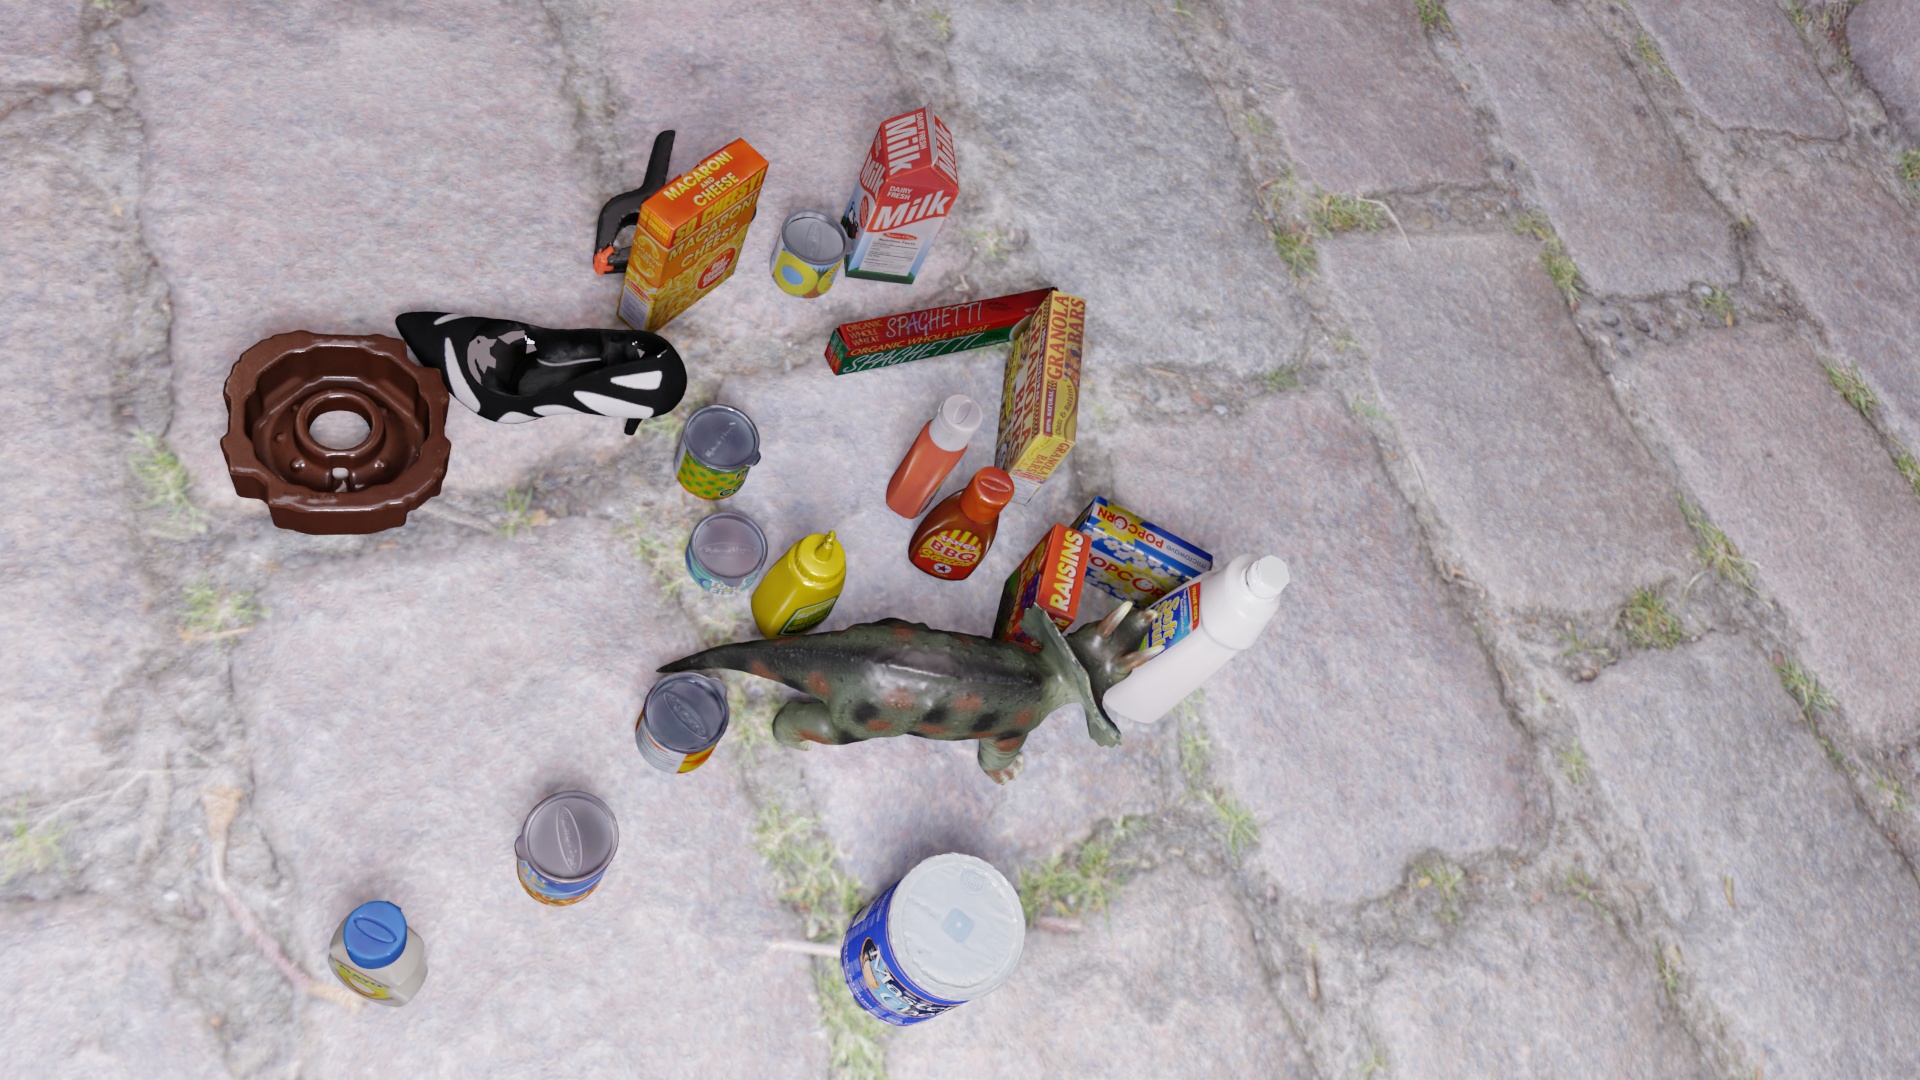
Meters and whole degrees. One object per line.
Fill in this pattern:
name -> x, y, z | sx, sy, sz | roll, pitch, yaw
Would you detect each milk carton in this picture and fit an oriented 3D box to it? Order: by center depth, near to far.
milk carton -> -0.055, -0.332, 1.329 | 0.073, 0.189, 0.072 | 4, 63, -20

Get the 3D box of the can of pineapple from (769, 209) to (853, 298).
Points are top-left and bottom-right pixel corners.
can of pineapple -> -0.145, -0.275, 1.342 | 0.071, 0.057, 0.071 | 9, 61, -17

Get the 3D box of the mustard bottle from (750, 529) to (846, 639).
mustard bottle -> -0.126, 0.033, 1.128 | 0.065, 0.159, 0.049 | -20, 73, -29

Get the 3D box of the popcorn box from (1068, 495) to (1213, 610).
popcorn box -> 0.159, 0.018, 1.292 | 0.127, 0.084, 0.038 | 27, 58, -6

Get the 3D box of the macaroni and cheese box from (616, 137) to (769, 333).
macaroni and cheese box -> -0.241, -0.267, 1.236 | 0.040, 0.165, 0.124 | 42, 57, 3

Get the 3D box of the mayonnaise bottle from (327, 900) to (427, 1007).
mayonnaise bottle -> -0.383, 0.270, 0.911 | 0.065, 0.147, 0.041 | 30, 57, -5

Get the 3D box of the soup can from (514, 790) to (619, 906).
soup can -> -0.289, 0.226, 1.009 | 0.071, 0.083, 0.071 | 9, 61, -17

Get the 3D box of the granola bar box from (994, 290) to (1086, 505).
granola bar box -> 0.073, -0.134, 1.315 | 0.039, 0.123, 0.166 | 15, 60, -14

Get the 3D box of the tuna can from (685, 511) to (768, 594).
tuna can -> -0.200, 0.014, 1.185 | 0.071, 0.032, 0.071 | 9, 61, -17

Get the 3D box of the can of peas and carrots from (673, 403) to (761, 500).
can of peas and carrots -> -0.211, -0.075, 1.212 | 0.071, 0.058, 0.071 | 9, 61, -17

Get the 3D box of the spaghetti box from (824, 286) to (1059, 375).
spaghetti box -> -0.013, -0.207, 1.363 | 0.251, 0.050, 0.029 | -15, 71, -27

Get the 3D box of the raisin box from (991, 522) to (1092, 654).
raisin box -> 0.068, 0.051, 1.216 | 0.040, 0.122, 0.086 | 22, 58, -10

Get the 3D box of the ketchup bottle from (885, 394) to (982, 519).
ketchup bottle -> -0.023, -0.077, 1.233 | 0.043, 0.148, 0.065 | 30, 57, -5

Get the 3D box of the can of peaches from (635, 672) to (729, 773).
can of peaches -> -0.218, 0.143, 1.095 | 0.071, 0.057, 0.071 | 9, 61, -17

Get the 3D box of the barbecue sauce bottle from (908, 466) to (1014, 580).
barbecue sauce bottle -> 0.004, -0.015, 1.211 | 0.065, 0.147, 0.044 | 20, 59, -11
